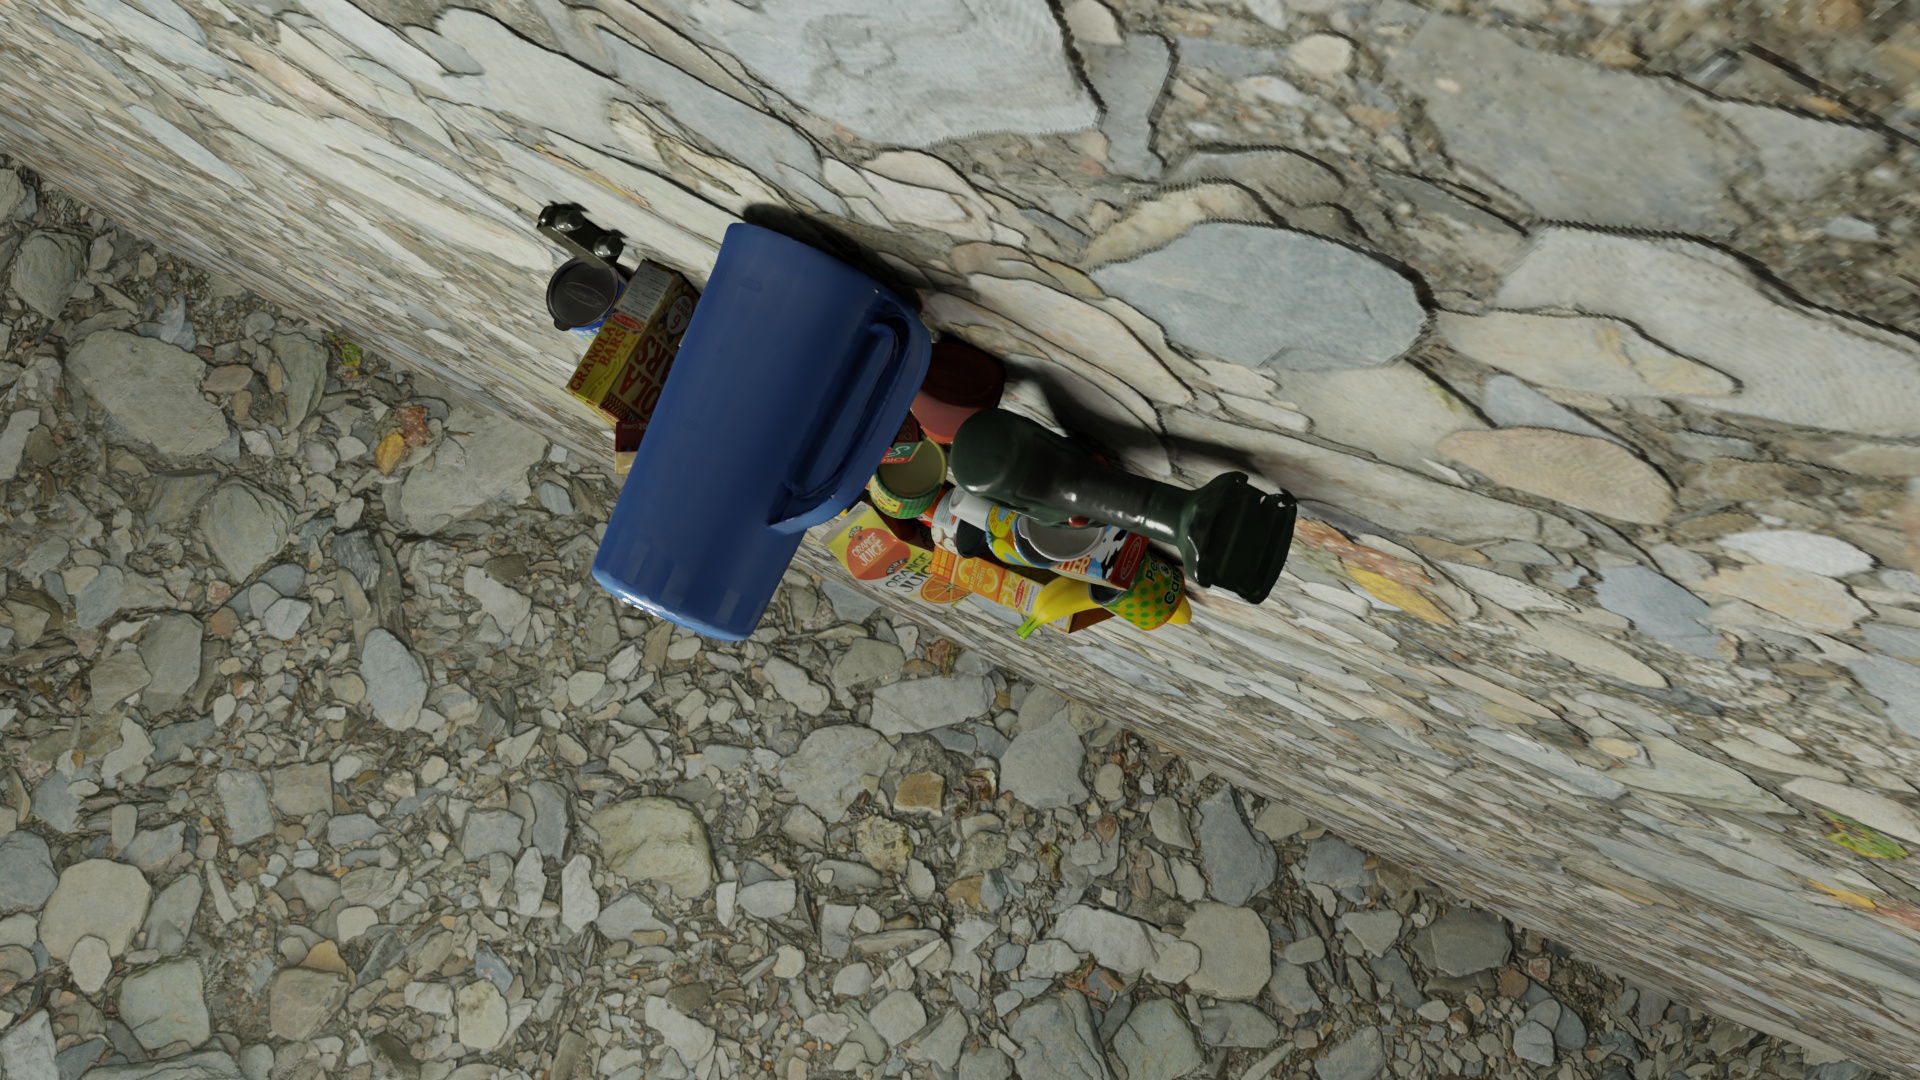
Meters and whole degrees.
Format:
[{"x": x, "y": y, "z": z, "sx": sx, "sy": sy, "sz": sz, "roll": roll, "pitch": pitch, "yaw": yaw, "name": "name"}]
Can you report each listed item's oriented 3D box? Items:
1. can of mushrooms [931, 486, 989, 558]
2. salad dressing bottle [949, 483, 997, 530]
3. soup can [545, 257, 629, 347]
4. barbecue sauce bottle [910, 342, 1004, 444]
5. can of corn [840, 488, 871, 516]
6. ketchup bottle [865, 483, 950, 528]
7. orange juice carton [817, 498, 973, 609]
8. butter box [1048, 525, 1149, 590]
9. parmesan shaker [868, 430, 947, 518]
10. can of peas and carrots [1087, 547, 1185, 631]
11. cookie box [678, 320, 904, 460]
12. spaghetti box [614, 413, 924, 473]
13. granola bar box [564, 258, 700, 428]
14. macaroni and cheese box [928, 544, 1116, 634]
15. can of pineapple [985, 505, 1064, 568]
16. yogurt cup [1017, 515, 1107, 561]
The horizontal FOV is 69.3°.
[{"x": 0.005, "y": -0.017, "z": 1.346, "sx": 0.033, "sy": 0.071, "sz": 0.071, "roll": 22, "pitch": 170, "yaw": 32, "name": "can of mushrooms"}, {"x": 0.062, "y": -0.013, "z": 1.283, "sx": 0.147, "sy": 0.044, "sz": 0.064, "roll": 28, "pitch": 171, "yaw": -18, "name": "salad dressing bottle"}, {"x": -0.308, "y": -0.196, "z": 1.197, "sx": 0.071, "sy": 0.071, "sz": 0.083, "roll": 24, "pitch": 171, "yaw": 18, "name": "soup can"}, {"x": -0.007, "y": -0.098, "z": 0.970, "sx": 0.065, "sy": 0.044, "sz": 0.148, "roll": 17, "pitch": 173, "yaw": -2, "name": "barbecue sauce bottle"}, {"x": -0.125, "y": -0.060, "z": 1.471, "sx": 0.058, "sy": 0.071, "sz": 0.071, "roll": 20, "pitch": 169, "yaw": 33, "name": "can of corn"}, {"x": -0.070, "y": -0.062, "z": 1.381, "sx": 0.148, "sy": 0.043, "sz": 0.065, "roll": 31, "pitch": 177, "yaw": -26, "name": "ketchup bottle"}, {"x": -0.058, "y": 0.005, "z": 1.456, "sx": 0.192, "sy": 0.071, "sz": 0.073, "roll": 21, "pitch": -140, "yaw": -45, "name": "orange juice carton"}, {"x": 0.118, "y": 0.010, "z": 1.213, "sx": 0.024, "sy": 0.053, "sz": 0.103, "roll": 28, "pitch": 172, "yaw": -29, "name": "butter box"}, {"x": -0.049, "y": -0.062, "z": 1.252, "sx": 0.071, "sy": 0.071, "sz": 0.103, "roll": 27, "pitch": 171, "yaw": -1, "name": "parmesan shaker"}, {"x": 0.158, "y": 0.038, "z": 1.229, "sx": 0.058, "sy": 0.071, "sz": 0.071, "roll": 31, "pitch": 170, "yaw": -27, "name": "can of peas and carrots"}, {"x": -0.126, "y": -0.111, "z": 1.045, "sx": 0.167, "sy": 0.040, "sz": 0.123, "roll": 27, "pitch": 172, "yaw": -6, "name": "cookie box"}, {"x": -0.157, "y": -0.080, "z": 1.144, "sx": 0.250, "sy": 0.029, "sz": 0.050, "roll": -3, "pitch": 163, "yaw": -16, "name": "spaghetti box"}, {"x": -0.246, "y": -0.141, "z": 1.158, "sx": 0.039, "sy": 0.124, "sz": 0.165, "roll": 26, "pitch": 172, "yaw": 18, "name": "granola bar box"}, {"x": 0.072, "y": 0.036, "z": 1.396, "sx": 0.166, "sy": 0.040, "sz": 0.124, "roll": 23, "pitch": -162, "yaw": 28, "name": "macaroni and cheese box"}, {"x": 0.062, "y": -0.011, "z": 1.217, "sx": 0.071, "sy": 0.071, "sz": 0.058, "roll": 30, "pitch": 170, "yaw": -22, "name": "can of pineapple"}, {"x": 0.088, "y": -0.015, "z": 1.124, "sx": 0.072, "sy": 0.072, "sz": 0.054, "roll": 25, "pitch": 179, "yaw": 13, "name": "yogurt cup"}]
